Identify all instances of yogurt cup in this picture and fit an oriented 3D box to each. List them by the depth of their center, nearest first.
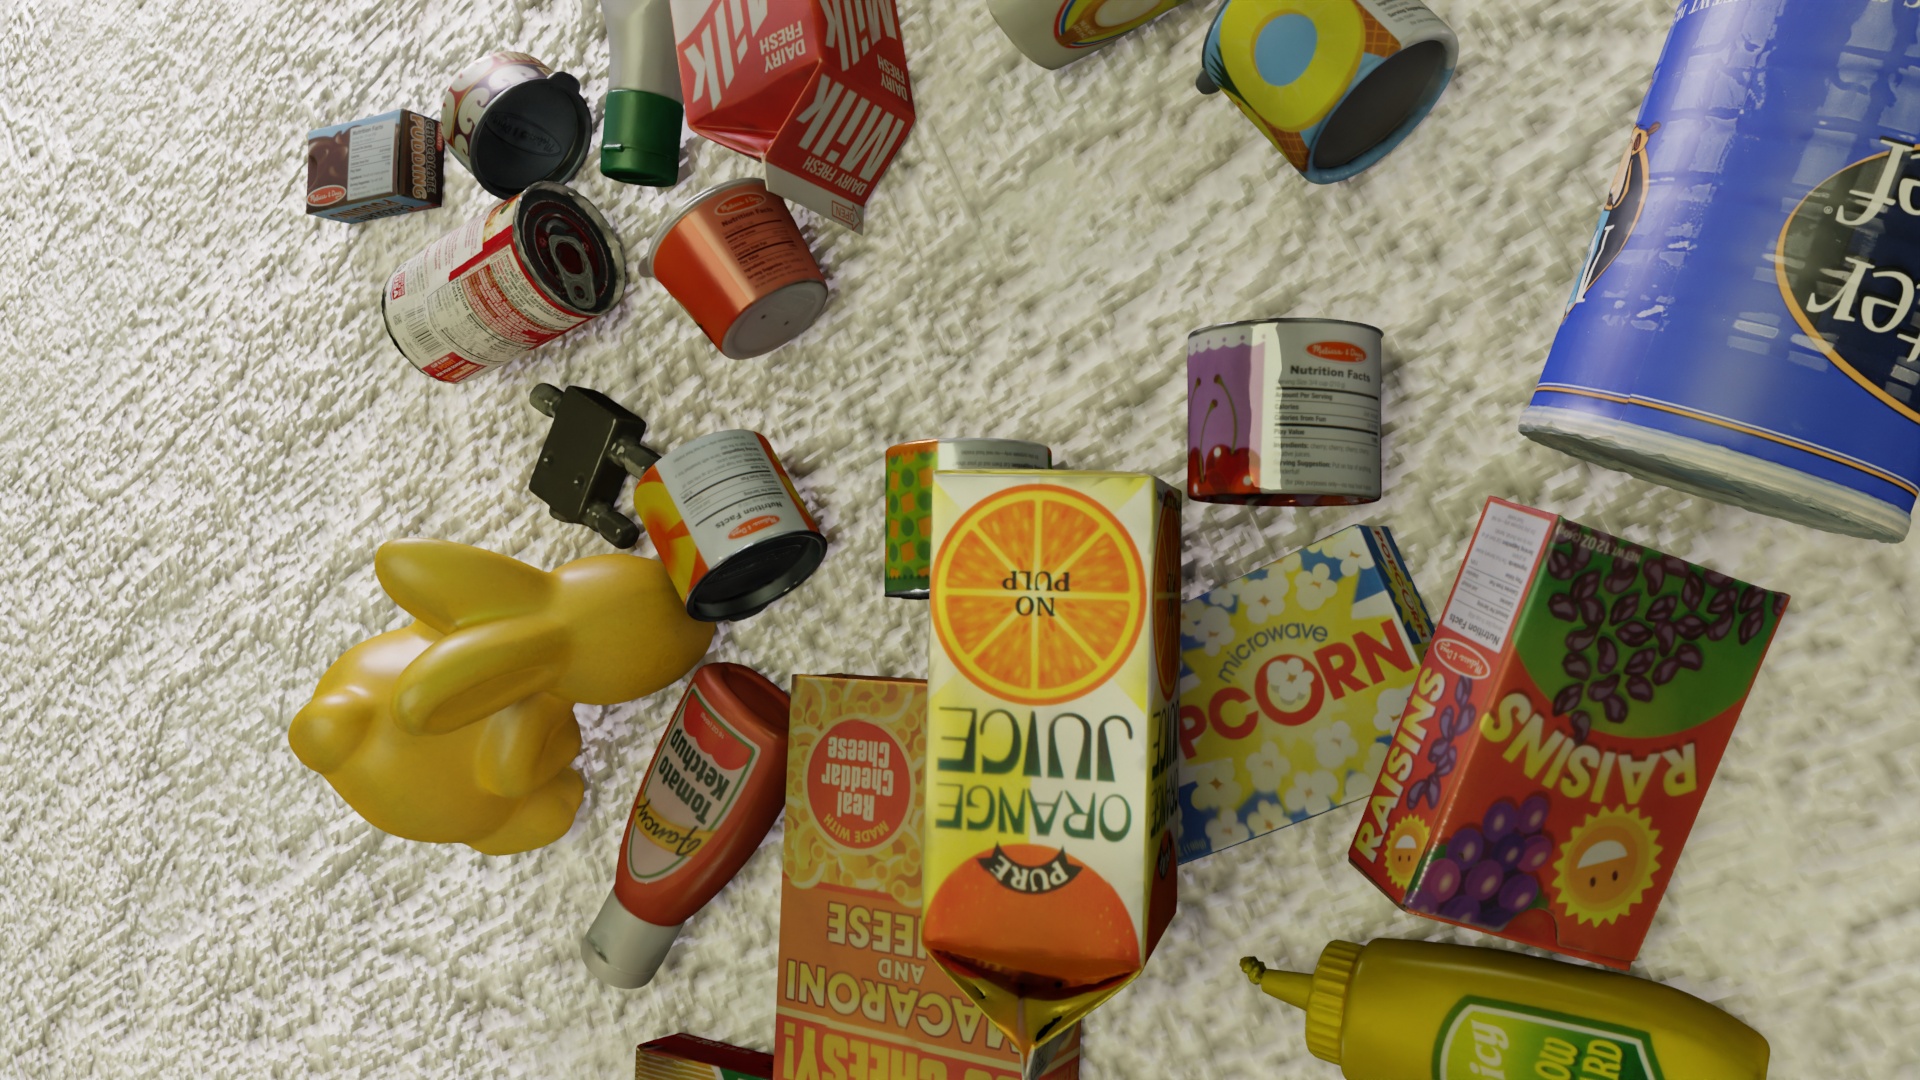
[{"bbox_3d":[-0.095,-0.116,0.608,0.072,0.072,0.054,-40,76,23],"label":"yogurt cup"}]

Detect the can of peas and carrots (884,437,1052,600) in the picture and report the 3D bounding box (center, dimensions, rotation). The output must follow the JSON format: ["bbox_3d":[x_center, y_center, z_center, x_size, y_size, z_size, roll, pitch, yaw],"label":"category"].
[{"bbox_3d":[0.002,-0.007,0.541,0.071,0.071,0.058,-3,85,31],"label":"can of peas and carrots"}]

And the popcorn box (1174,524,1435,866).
[{"bbox_3d":[0.105,0.058,0.490,0.126,0.038,0.085,-28,73,26],"label":"popcorn box"}]

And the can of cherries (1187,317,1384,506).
[{"bbox_3d":[0.111,-0.042,0.481,0.071,0.071,0.058,-1,87,31],"label":"can of cherries"}]

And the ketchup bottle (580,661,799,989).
[{"bbox_3d":[-0.121,0.130,0.616,0.065,0.043,0.148,38,106,31],"label":"ketchup bottle"}]

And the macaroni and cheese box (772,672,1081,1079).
[{"bbox_3d":[-0.011,0.139,0.553,0.123,0.040,0.166,1,86,31],"label":"macaroni and cheese box"}]

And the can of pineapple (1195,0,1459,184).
[{"bbox_3d":[0.126,-0.165,0.479,0.071,0.071,0.058,-44,67,21],"label":"can of pineapple"}]

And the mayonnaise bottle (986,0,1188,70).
[{"bbox_3d":[0.083,-0.226,0.512,0.148,0.065,0.041,-17,76,25],"label":"mayonnaise bottle"}]

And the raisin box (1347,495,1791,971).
[{"bbox_3d":[0.181,0.058,0.418,0.040,0.086,0.123,-137,65,-72],"label":"raisin box"}]

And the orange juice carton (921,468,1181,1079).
[{"bbox_3d":[0.032,0.074,0.458,0.073,0.072,0.192,1,88,16],"label":"orange juice carton"}]

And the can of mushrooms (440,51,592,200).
[{"bbox_3d":[-0.218,-0.206,0.685,0.033,0.071,0.071,43,108,27],"label":"can of mushrooms"}]

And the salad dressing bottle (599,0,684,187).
[{"bbox_3d":[-0.146,-0.245,0.659,0.064,0.044,0.147,7,91,29],"label":"salad dressing bottle"}]

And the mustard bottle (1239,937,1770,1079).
[{"bbox_3d":[0.163,0.160,0.442,0.160,0.049,0.065,7,89,31],"label":"mustard bottle"}]

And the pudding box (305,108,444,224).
[{"bbox_3d":[-0.325,-0.207,0.770,0.083,0.030,0.049,0,87,31],"label":"pudding box"}]

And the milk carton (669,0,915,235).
[{"bbox_3d":[-0.075,-0.229,0.599,0.073,0.072,0.191,-16,78,29],"label":"milk carton"}]

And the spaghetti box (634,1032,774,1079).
[{"bbox_3d":[-0.032,0.249,0.563,0.250,0.029,0.050,0,87,31],"label":"spaghetti box"}]

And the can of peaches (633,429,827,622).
[{"bbox_3d":[-0.101,-0.005,0.602,0.071,0.071,0.058,-40,68,22],"label":"can of peaches"}]
